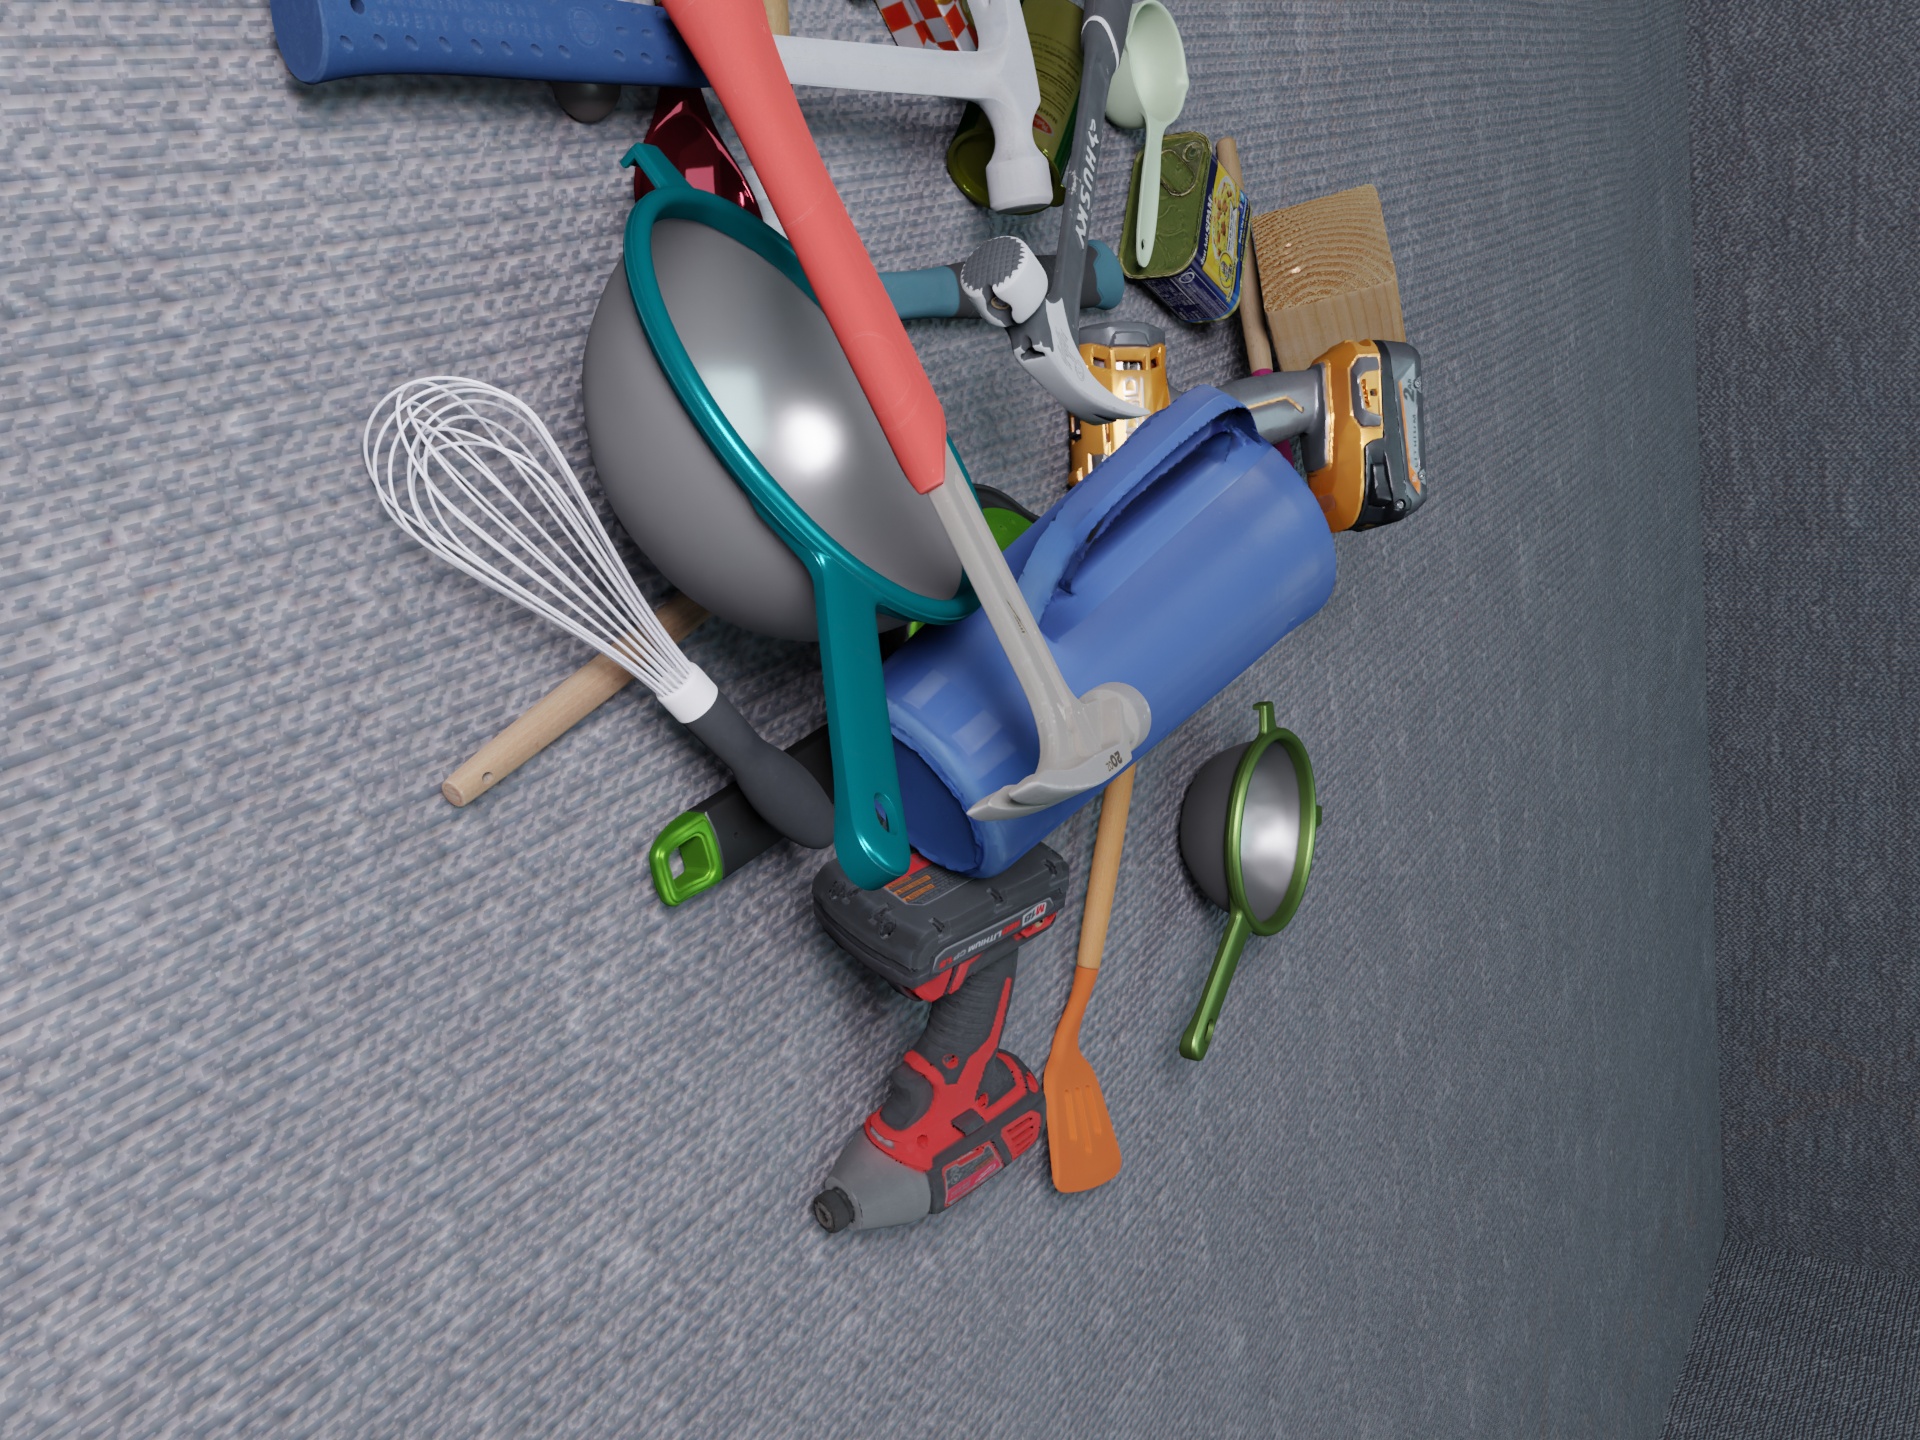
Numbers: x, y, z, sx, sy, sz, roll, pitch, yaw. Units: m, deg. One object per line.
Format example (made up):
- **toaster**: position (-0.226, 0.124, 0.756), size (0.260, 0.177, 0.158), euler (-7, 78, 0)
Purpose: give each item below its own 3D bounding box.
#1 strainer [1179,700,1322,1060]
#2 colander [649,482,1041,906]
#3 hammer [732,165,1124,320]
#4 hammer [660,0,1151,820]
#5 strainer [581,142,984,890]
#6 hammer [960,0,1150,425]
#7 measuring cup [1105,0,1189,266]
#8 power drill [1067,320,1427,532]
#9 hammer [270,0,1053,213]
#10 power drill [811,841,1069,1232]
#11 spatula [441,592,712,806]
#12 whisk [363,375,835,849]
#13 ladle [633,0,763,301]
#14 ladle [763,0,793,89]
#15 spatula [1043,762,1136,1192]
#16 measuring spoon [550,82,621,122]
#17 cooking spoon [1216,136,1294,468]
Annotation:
- **strainer**: position (0.182, 0.121, 1.134), size (0.151, 0.069, 0.256), euler (55, 51, -44)
- **colander**: position (-0.001, -0.003, 0.847), size (0.397, 0.094, 0.204), euler (-35, 120, -48)
- **hammer**: position (-0.001, -0.241, 0.886), size (0.331, 0.033, 0.128), euler (-25, 111, -51)
- **hammer**: position (-0.031, -0.134, 0.619), size (0.359, 0.036, 0.149), euler (64, 24, 2)
- **strainer**: position (-0.077, -0.061, 0.626), size (0.210, 0.095, 0.341), euler (35, 33, -40)
- **hammer**: position (0.077, -0.345, 0.857), size (0.149, 0.036, 0.409), euler (42, 50, -50)
- **measuring cup**: position (0.110, -0.377, 1.030), size (0.083, 0.038, 0.167), euler (0, 94, -54)
- **power drill**: position (0.178, -0.158, 1.016), size (0.226, 0.084, 0.185), euler (-2, 89, -13)
- **hammer**: position (-0.099, -0.296, 0.694), size (0.405, 0.035, 0.144), euler (-20, 104, -46)
- **power drill**: position (-0.016, 0.164, 0.818), size (0.143, 0.079, 0.219), euler (-23, 129, -36)
- **spatula**: position (-0.123, -0.052, 0.741), size (0.316, 0.018, 0.059), euler (-46, 134, -44)
- **whisk**: position (-0.134, -0.033, 0.668), size (0.284, 0.070, 0.070), euler (50, 53, -35)
- **ladle**: position (-0.132, -0.344, 0.704), size (0.069, 0.031, 0.315), euler (-14, 102, -45)
- **ladle**: position (-0.106, -0.437, 0.731), size (0.078, 0.062, 0.320), euler (-34, 126, -56)
- **spatula**: position (0.094, 0.136, 1.021), size (0.081, 0.041, 0.322), euler (8, 92, -54)
- **measuring spoon**: position (-0.176, -0.303, 0.650), size (0.124, 0.018, 0.034), euler (56, 50, -39)
- **cooking spoon**: position (0.209, -0.269, 1.126), size (0.068, 0.017, 0.319), euler (21, 60, -63)
